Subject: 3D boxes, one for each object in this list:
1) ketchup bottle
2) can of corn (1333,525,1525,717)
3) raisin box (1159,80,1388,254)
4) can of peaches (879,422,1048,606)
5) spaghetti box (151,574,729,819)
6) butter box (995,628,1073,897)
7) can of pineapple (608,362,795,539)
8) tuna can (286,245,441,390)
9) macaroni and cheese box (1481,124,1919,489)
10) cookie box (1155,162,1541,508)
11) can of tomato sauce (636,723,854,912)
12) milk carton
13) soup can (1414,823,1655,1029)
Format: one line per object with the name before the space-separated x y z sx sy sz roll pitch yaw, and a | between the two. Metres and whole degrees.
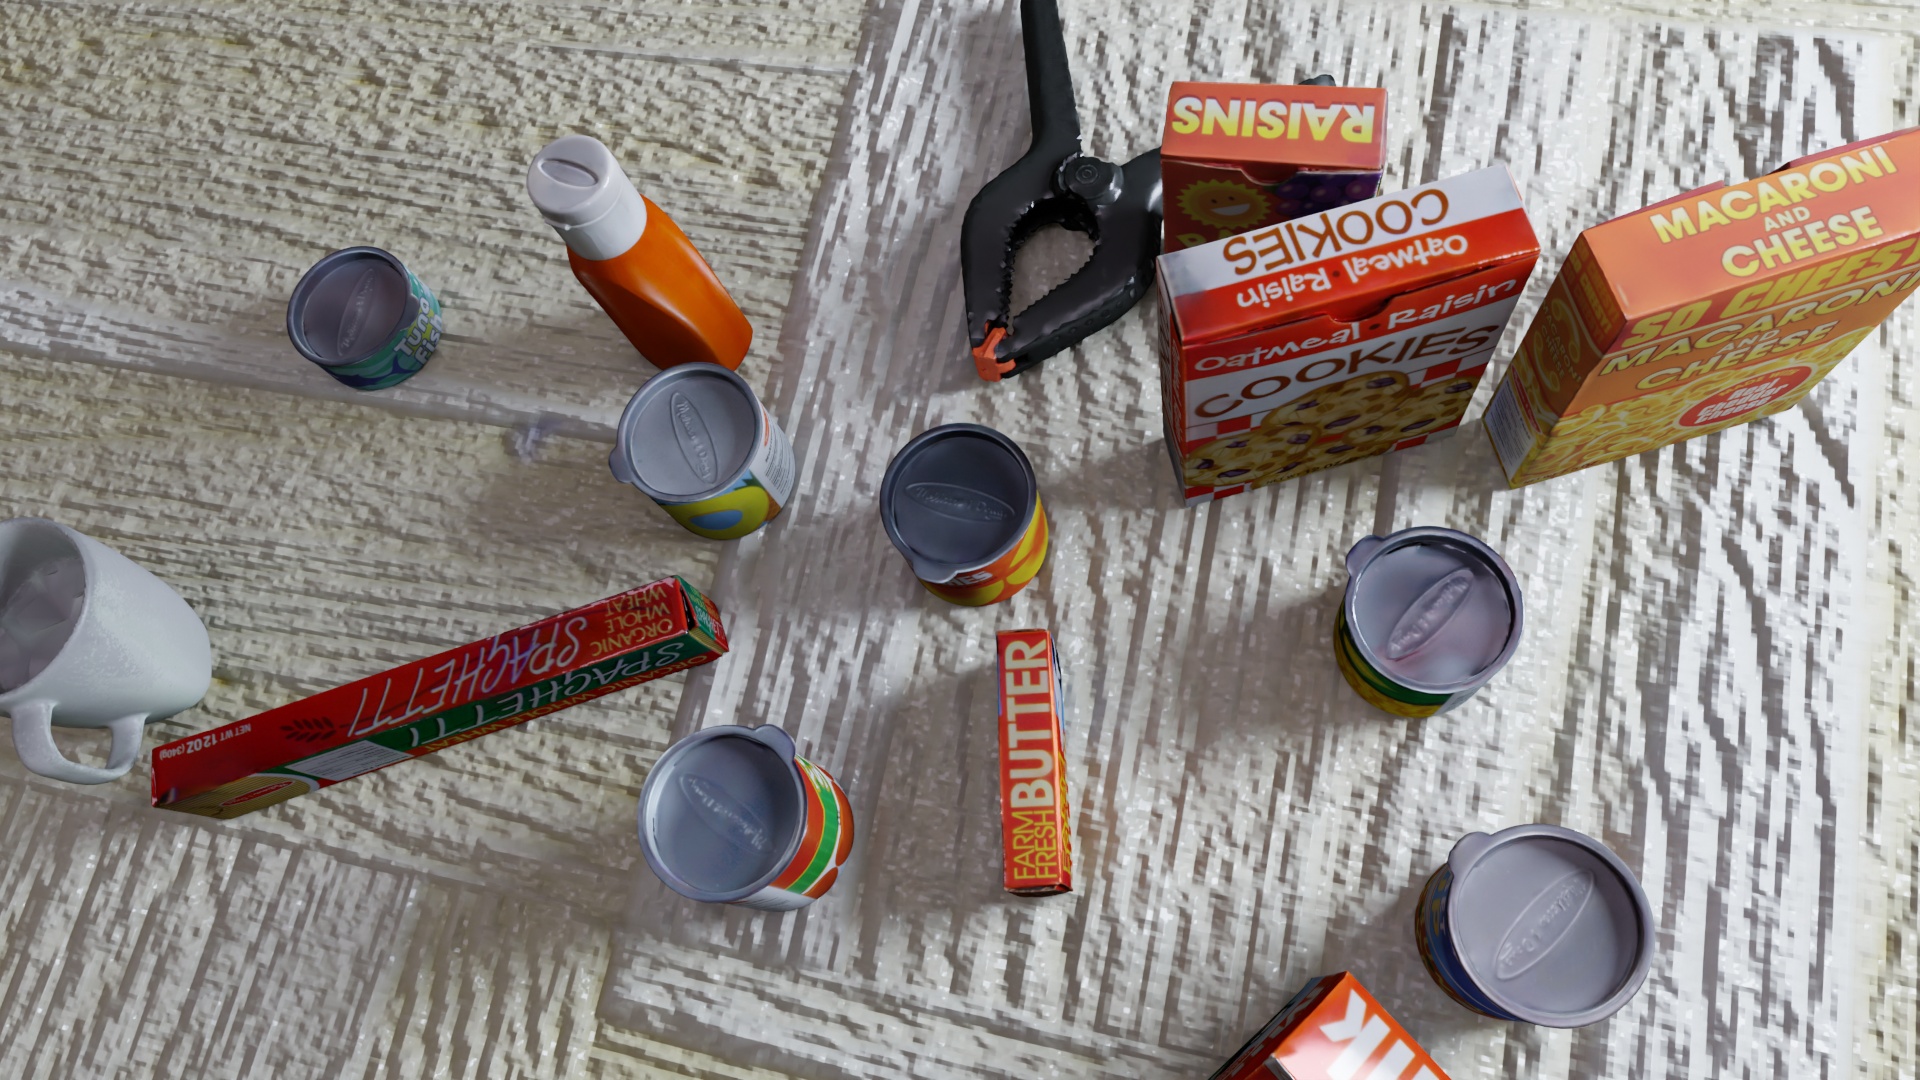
ketchup bottle | -0.142 -0.121 0.612 0.065 0.148 0.043 21 77 15
can of corn | 0.183 0.033 0.557 0.071 0.058 0.071 -3 72 8
raisin box | 0.129 -0.142 0.589 0.086 0.123 0.040 7 74 11
can of peaches | 0.002 -0.008 0.600 0.071 0.058 0.071 -3 72 8
spaghetti box | -0.227 0.071 0.615 0.250 0.050 0.029 -18 70 3
butter box | 0.030 0.091 0.565 0.024 0.053 0.104 -4 71 8
can of pineapple | -0.115 -0.039 0.629 0.071 0.057 0.071 -3 72 8
tuna can | -0.295 -0.110 0.695 0.071 0.032 0.071 -3 72 8
macaroni and cheese box | 0.277 -0.080 0.522 0.124 0.166 0.040 -17 71 4
cookie box | 0.141 -0.070 0.540 0.123 0.167 0.040 -15 71 4
can of tomato sauce | -0.083 0.112 0.560 0.071 0.083 0.071 -3 72 8
milk carton | 0.120 0.190 0.445 0.073 0.190 0.072 -42 71 -5
soup can | 0.202 0.139 0.505 0.071 0.083 0.071 -3 72 8
